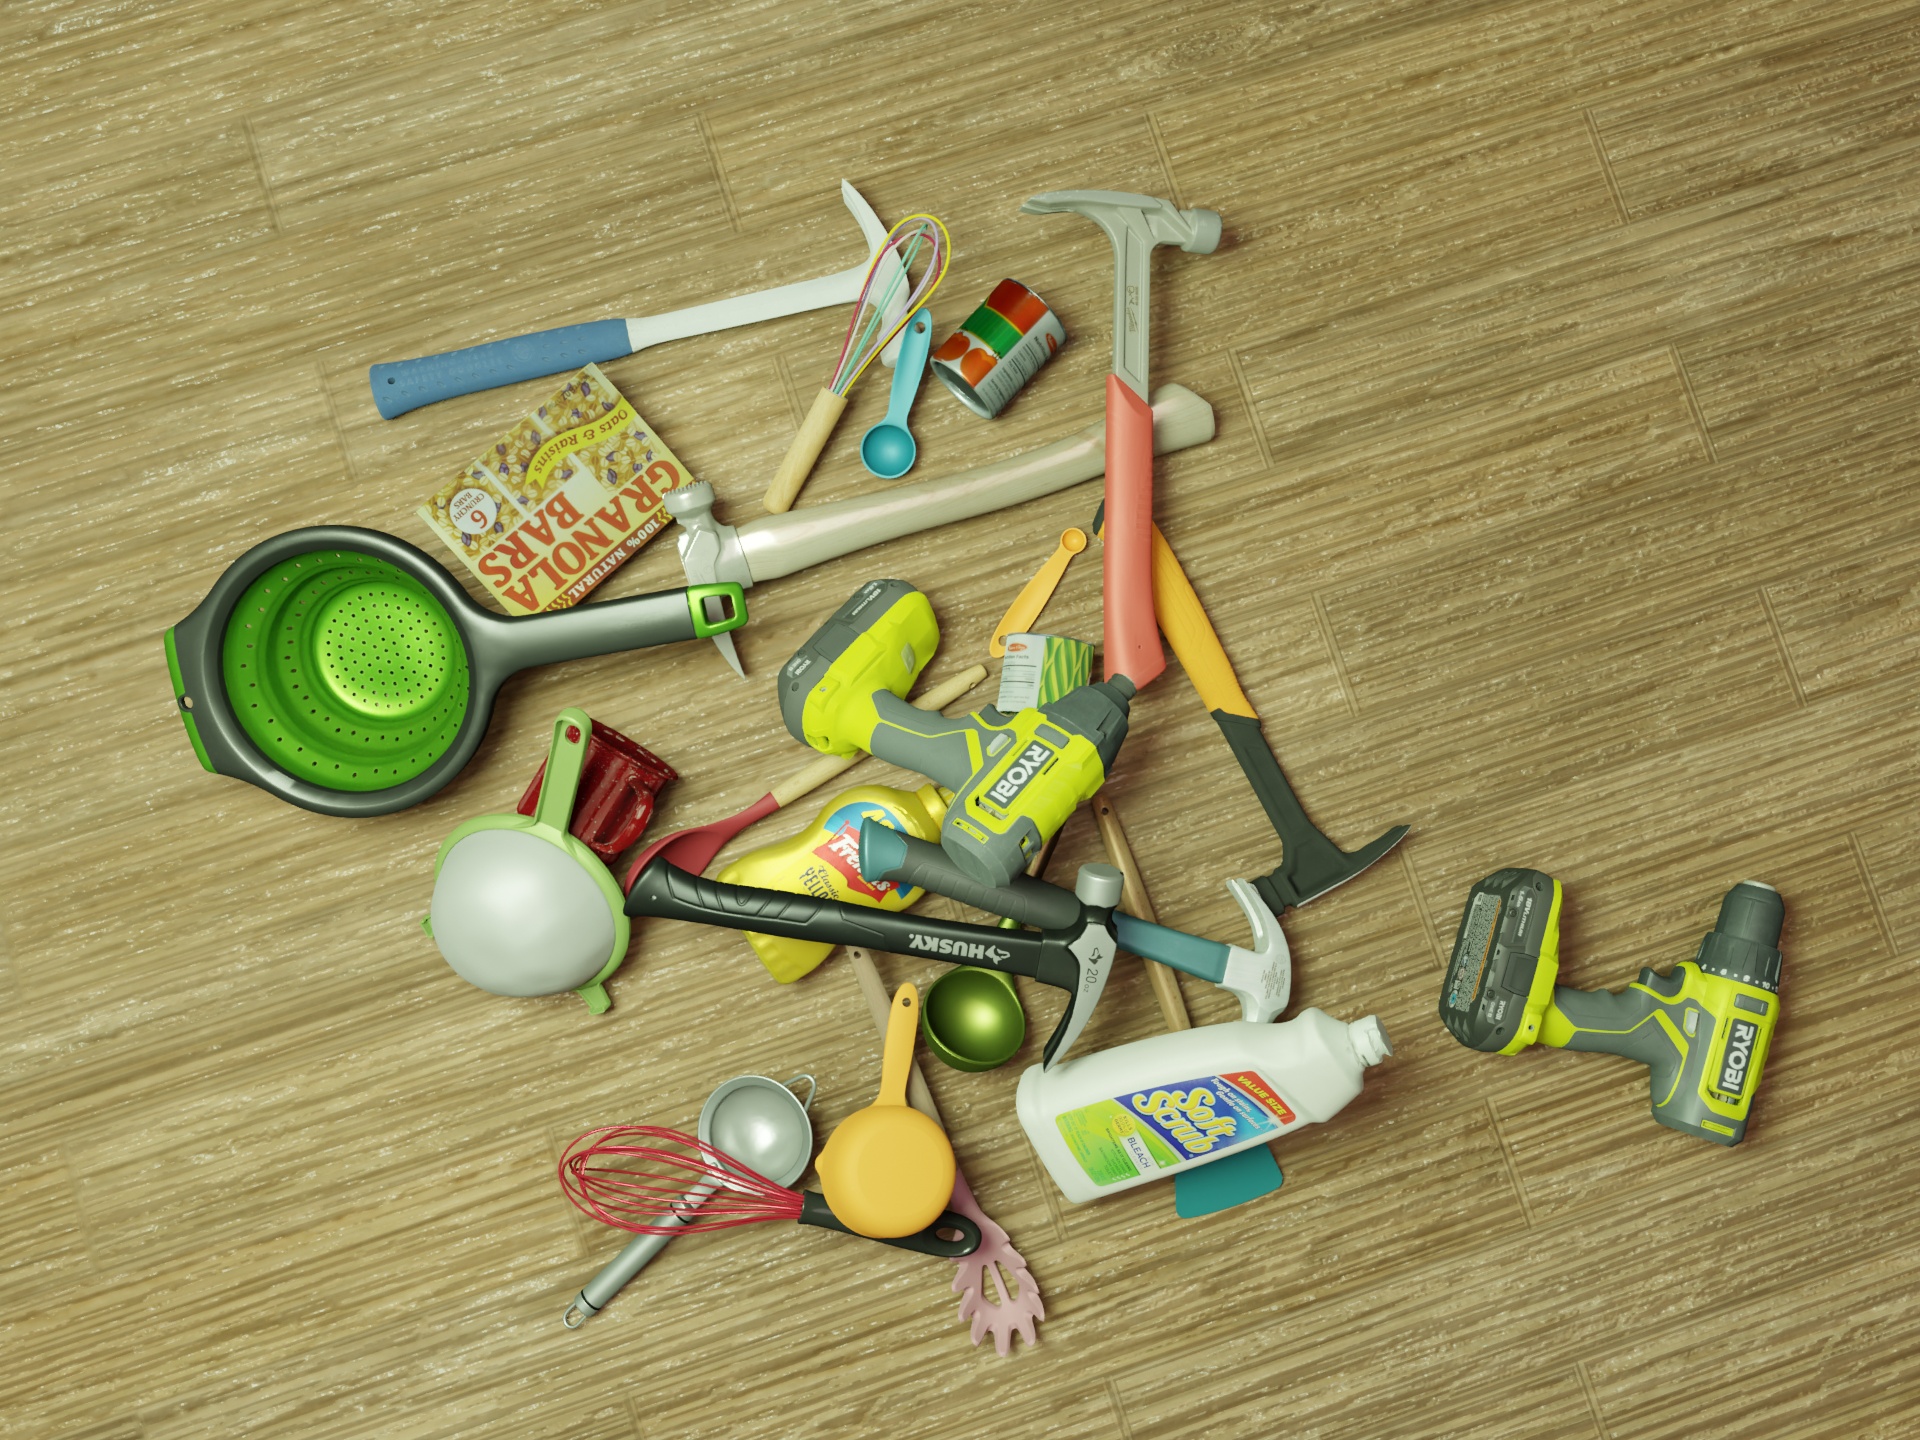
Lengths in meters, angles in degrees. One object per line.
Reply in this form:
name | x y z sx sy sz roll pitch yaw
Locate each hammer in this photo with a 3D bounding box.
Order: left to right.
hammer | -0.239 -0.298 1.197 0.405 0.035 0.144 -13 86 -3
hammer | -0.063 0.147 1.086 0.335 0.035 0.146 9 104 0
hammer | -0.003 -0.157 1.184 0.410 0.038 0.146 -18 105 -7
hammer | 0.082 0.140 1.130 0.331 0.033 0.128 19 77 -8
hammer | 0.114 -0.201 1.153 0.149 0.037 0.359 1 89 -15
hammer | 0.201 -0.026 1.190 0.127 0.034 0.337 -29 87 -3

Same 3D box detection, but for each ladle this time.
ladle | -0.114 0.044 1.169 0.315 0.069 0.031 -32 60 -9
ladle | 0.058 0.104 1.164 0.078 0.062 0.320 24 82 -3

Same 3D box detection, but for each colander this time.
colander | -0.342 -0.055 1.124 0.397 0.094 0.204 -10 104 2

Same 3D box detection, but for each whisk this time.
whisk | -0.129 0.332 1.095 0.295 0.073 0.073 13 85 -7
whisk | -0.078 -0.257 1.166 0.047 0.051 0.245 27 104 -16

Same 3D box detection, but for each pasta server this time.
pasta server | -0.018 0.299 1.134 0.060 0.040 0.316 -22 94 3

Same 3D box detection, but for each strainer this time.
strainer | -0.294 0.104 1.072 0.151 0.069 0.256 25 125 3
strainer | -0.193 0.343 1.142 0.258 0.050 0.087 -44 80 1

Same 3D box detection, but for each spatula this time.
spatula | 0.152 0.206 1.175 0.082 0.044 0.317 -18 81 -2

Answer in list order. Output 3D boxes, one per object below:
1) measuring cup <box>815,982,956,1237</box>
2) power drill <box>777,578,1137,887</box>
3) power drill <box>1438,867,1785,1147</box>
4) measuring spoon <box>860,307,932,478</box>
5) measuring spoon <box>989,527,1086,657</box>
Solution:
measuring cup | -0.041 0.264 1.083 0.095 0.052 0.174 11 74 -14
power drill | -0.002 -0.004 1.101 0.223 0.080 0.171 31 68 30
power drill | 0.485 0.187 1.161 0.228 0.080 0.190 18 85 -3
measuring spoon | -0.043 -0.245 1.192 0.042 0.021 0.128 15 102 -3
measuring spoon | 0.058 -0.096 1.204 0.021 0.011 0.117 35 88 2
